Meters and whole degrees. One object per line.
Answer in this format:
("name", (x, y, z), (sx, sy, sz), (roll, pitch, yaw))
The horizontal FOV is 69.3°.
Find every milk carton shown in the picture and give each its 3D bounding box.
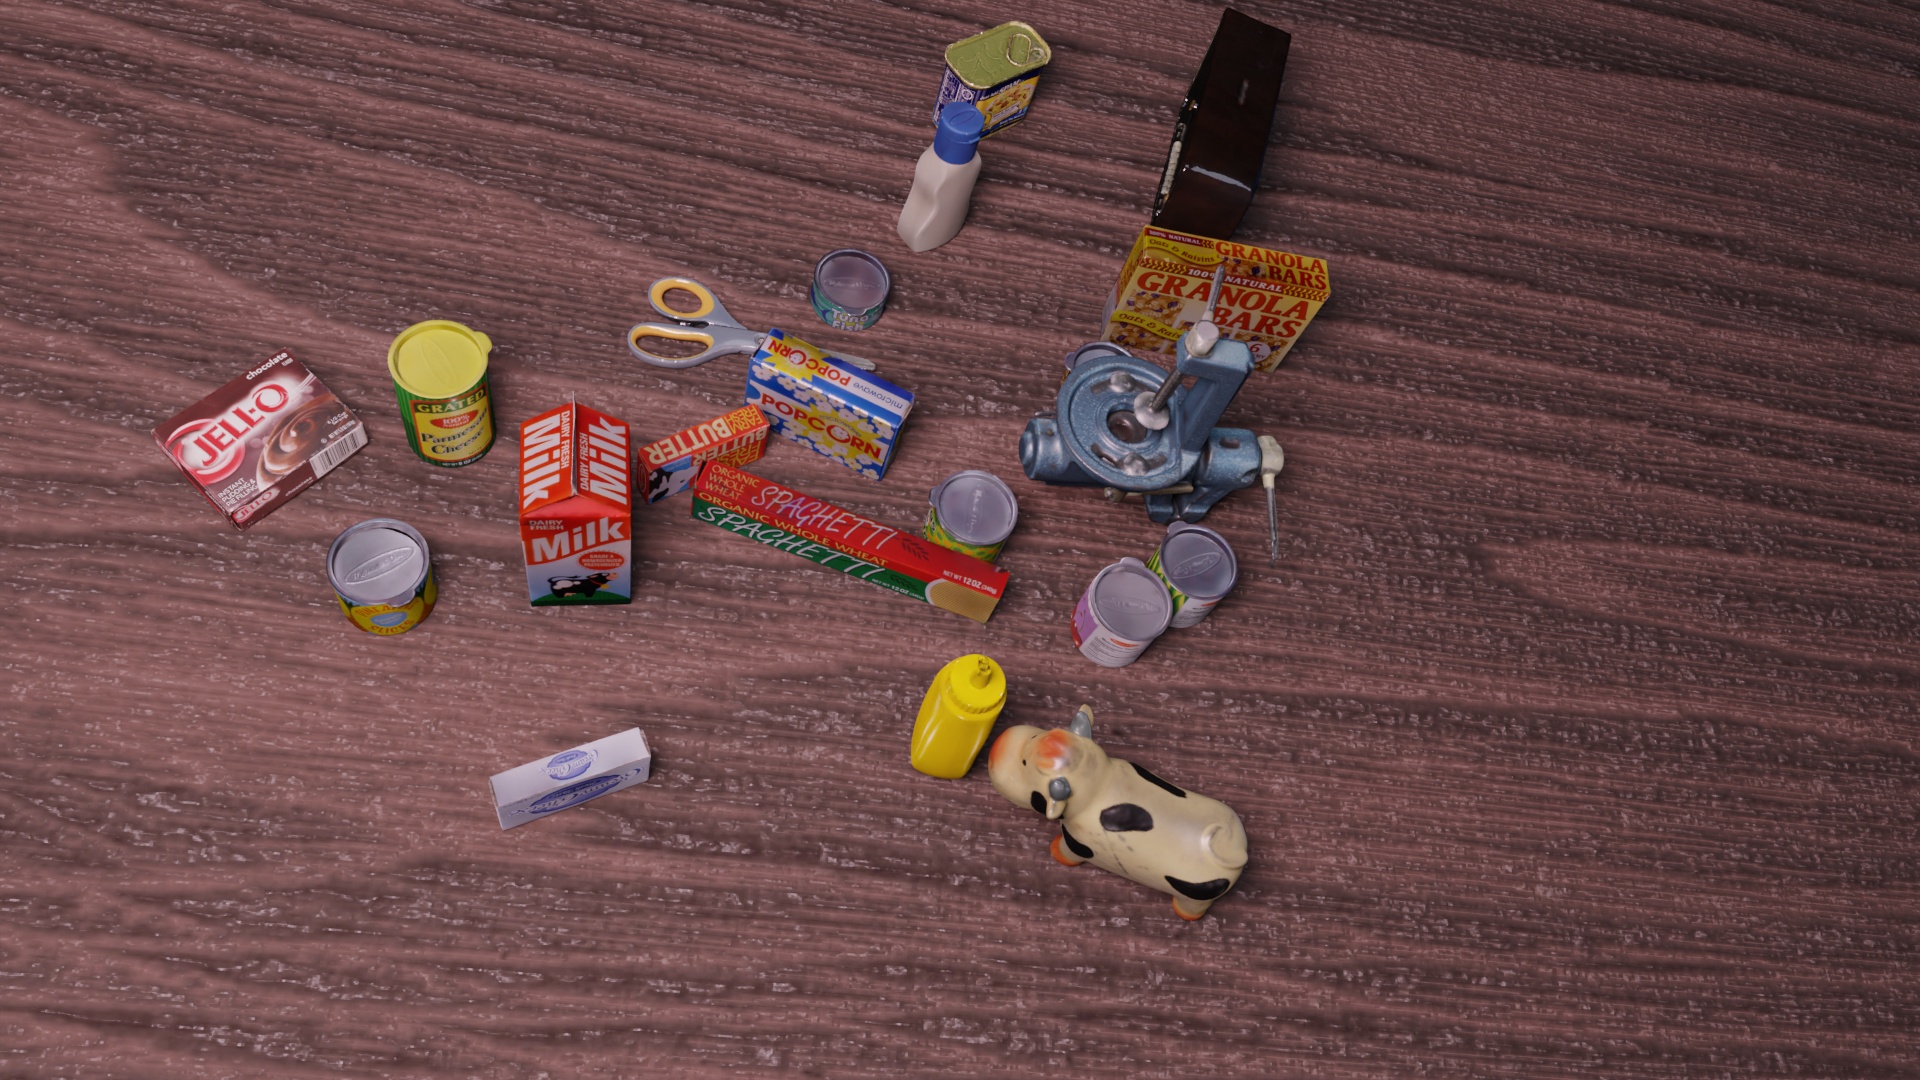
("milk carton", (-0.264, -0.024, 0.957), (0.073, 0.189, 0.072), (-1, 63, -14))

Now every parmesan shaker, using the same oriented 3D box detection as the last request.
("parmesan shaker", (-0.377, -0.107, 1.023), (0.071, 0.102, 0.071), (6, 62, -11))

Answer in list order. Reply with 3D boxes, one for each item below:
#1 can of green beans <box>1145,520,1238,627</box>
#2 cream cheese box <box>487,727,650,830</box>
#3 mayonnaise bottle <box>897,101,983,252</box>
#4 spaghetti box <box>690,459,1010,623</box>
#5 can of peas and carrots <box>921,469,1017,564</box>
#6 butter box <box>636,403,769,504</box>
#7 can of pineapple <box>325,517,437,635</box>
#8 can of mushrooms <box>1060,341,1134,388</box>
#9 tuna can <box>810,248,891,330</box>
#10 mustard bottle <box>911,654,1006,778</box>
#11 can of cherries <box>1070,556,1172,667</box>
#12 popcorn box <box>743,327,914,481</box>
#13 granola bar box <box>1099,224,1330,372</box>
("can of green beans", (0.181, 0.029, 1.115), (0.071, 0.057, 0.071), (6, 62, -11))
("cream cheese box", (-0.263, 0.161, 0.938), (0.104, 0.053, 0.024), (-17, 68, -21))
("mayonnaise bottle", (-0.013, -0.313, 1.196), (0.065, 0.147, 0.041), (-33, 75, -26))
("spaghetti box", (-0.087, 0.001, 1.068), (0.250, 0.050, 0.029), (20, 60, -3))
("can of peas and carrots", (0.004, -0.014, 1.093), (0.071, 0.058, 0.071), (6, 62, -11))
("butter box", (-0.200, -0.067, 1.075), (0.104, 0.053, 0.024), (-25, 72, -24))
("can of pineapple", (-0.403, 0.028, 0.971), (0.071, 0.057, 0.071), (6, 62, -11))
("can of mushrooms", (0.120, -0.138, 1.202), (0.071, 0.033, 0.071), (6, 62, -11))
("tuna can", (-0.094, -0.213, 1.190), (0.071, 0.032, 0.071), (6, 62, -11))
("mustard bottle", (0.001, 0.117, 0.965), (0.049, 0.159, 0.065), (15, 61, -6))
("can of cherries", (0.125, 0.057, 1.086), (0.071, 0.058, 0.072), (6, 62, -11))
("popcorn box", (-0.105, -0.106, 1.100), (0.127, 0.084, 0.038), (26, 60, 0))
("granola bar box", (0.219, -0.209, 1.212), (0.166, 0.123, 0.039), (9, 61, -9))
